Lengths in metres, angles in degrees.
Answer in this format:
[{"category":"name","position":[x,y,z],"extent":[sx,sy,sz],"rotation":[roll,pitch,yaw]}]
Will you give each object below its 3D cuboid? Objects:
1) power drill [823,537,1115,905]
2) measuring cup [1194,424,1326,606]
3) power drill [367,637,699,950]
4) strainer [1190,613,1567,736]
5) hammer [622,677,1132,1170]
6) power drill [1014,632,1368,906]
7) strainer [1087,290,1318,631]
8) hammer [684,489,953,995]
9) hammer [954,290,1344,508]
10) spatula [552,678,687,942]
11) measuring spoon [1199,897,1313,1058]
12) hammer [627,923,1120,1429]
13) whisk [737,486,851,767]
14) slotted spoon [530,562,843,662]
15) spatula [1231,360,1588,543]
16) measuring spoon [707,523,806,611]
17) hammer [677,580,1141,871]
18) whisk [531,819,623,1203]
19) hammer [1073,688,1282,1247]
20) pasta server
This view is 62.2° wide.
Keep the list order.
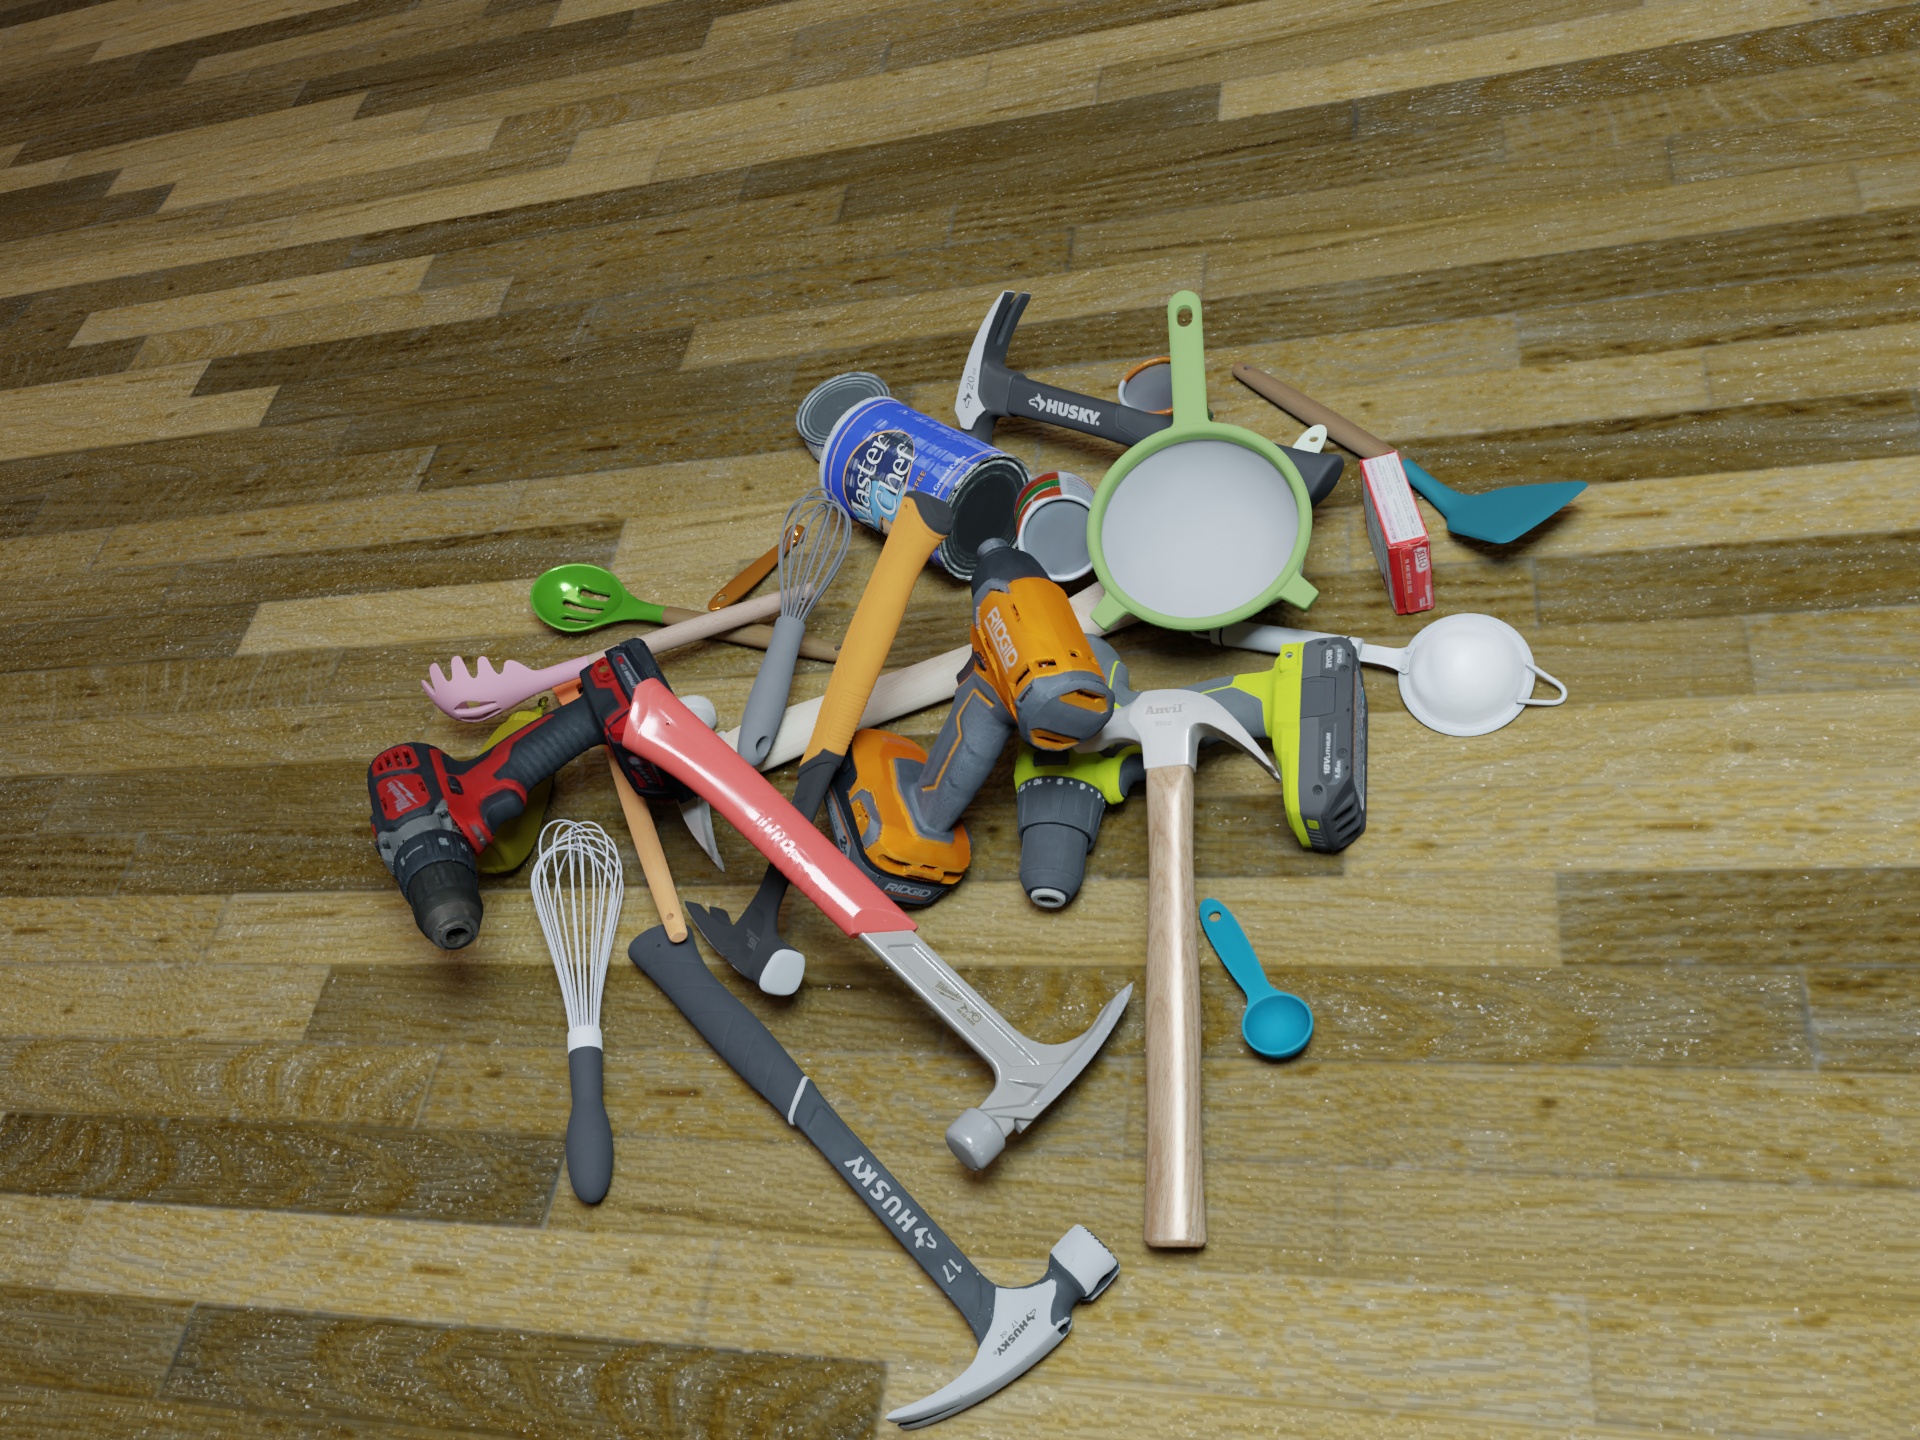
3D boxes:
[{"category":"power drill","position":[-0.002,-0.003,1.043],"extent":[0.226,0.084,0.164],"rotation":[-50,42,31]},{"category":"measuring cup","position":[0.232,-0.148,1.165],"extent":[0.083,0.038,0.168],"rotation":[18,61,31]},{"category":"power drill","position":[-0.293,0.052,1.103],"extent":[0.226,0.080,0.188],"rotation":[-26,43,-11]},{"category":"strainer","position":[0.272,-0.045,1.073],"extent":[0.258,0.050,0.087],"rotation":[11,74,31]},{"category":"hammer","position":[-0.067,0.098,0.975],"extent":[0.359,0.036,0.149],"rotation":[43,60,11]},{"category":"power drill","position":[0.144,0.030,1.041],"extent":[0.228,0.080,0.191],"rotation":[-3,59,21]},{"category":"strainer","position":[0.166,-0.174,1.112],"extent":[0.151,0.069,0.256],"rotation":[-5,71,15]},{"category":"hammer","position":[-0.087,0.006,1.057],"extent":[0.127,0.034,0.337],"rotation":[28,96,53]},{"category":"hammer","position":[0.134,-0.224,1.192],"extent":[0.335,0.146,0.035],"rotation":[23,22,35]},{"category":"spatula","position":[-0.247,0.046,1.192],"extent":[0.081,0.041,0.323],"rotation":[-27,49,-2]},{"category":"measuring spoon","position":[0.177,0.158,0.974],"extent":[0.042,0.021,0.129],"rotation":[-25,41,1]},{"category":"hammer","position":[-0.092,0.254,0.990],"extent":[0.149,0.036,0.409],"rotation":[-43,52,-12]},{"category":"whisk","position":[-0.128,-0.072,1.187],"extent":[0.055,0.055,0.239],"rotation":[2,61,22]},{"category":"slotted spoon","position":[-0.218,-0.079,1.290],"extent":[0.314,0.031,0.070],"rotation":[13,58,26]},{"category":"spatula","position":[0.310,-0.207,1.175],"extent":[0.082,0.044,0.318],"rotation":[-34,49,-15]},{"category":"measuring spoon","position":[-0.167,-0.127,1.301],"extent":[0.021,0.011,0.117],"rotation":[23,54,32]},{"category":"hammer","position":[-0.018,-0.022,1.166],"extent":[0.410,0.038,0.146],"rotation":[-21,52,4]},{"category":"whisk","position":[-0.258,0.191,1.090],"extent":[0.070,0.070,0.285],"rotation":[-18,56,8]},{"category":"hammer","position":[0.128,0.138,0.942],"extent":[0.130,0.031,0.331],"rotation":[-7,68,23]},{"category":"pasta server","position":[-0.266,-0.059,1.249],"extent":[0.316,0.060,0.040],"rotation":[-19,58,-2]}]
